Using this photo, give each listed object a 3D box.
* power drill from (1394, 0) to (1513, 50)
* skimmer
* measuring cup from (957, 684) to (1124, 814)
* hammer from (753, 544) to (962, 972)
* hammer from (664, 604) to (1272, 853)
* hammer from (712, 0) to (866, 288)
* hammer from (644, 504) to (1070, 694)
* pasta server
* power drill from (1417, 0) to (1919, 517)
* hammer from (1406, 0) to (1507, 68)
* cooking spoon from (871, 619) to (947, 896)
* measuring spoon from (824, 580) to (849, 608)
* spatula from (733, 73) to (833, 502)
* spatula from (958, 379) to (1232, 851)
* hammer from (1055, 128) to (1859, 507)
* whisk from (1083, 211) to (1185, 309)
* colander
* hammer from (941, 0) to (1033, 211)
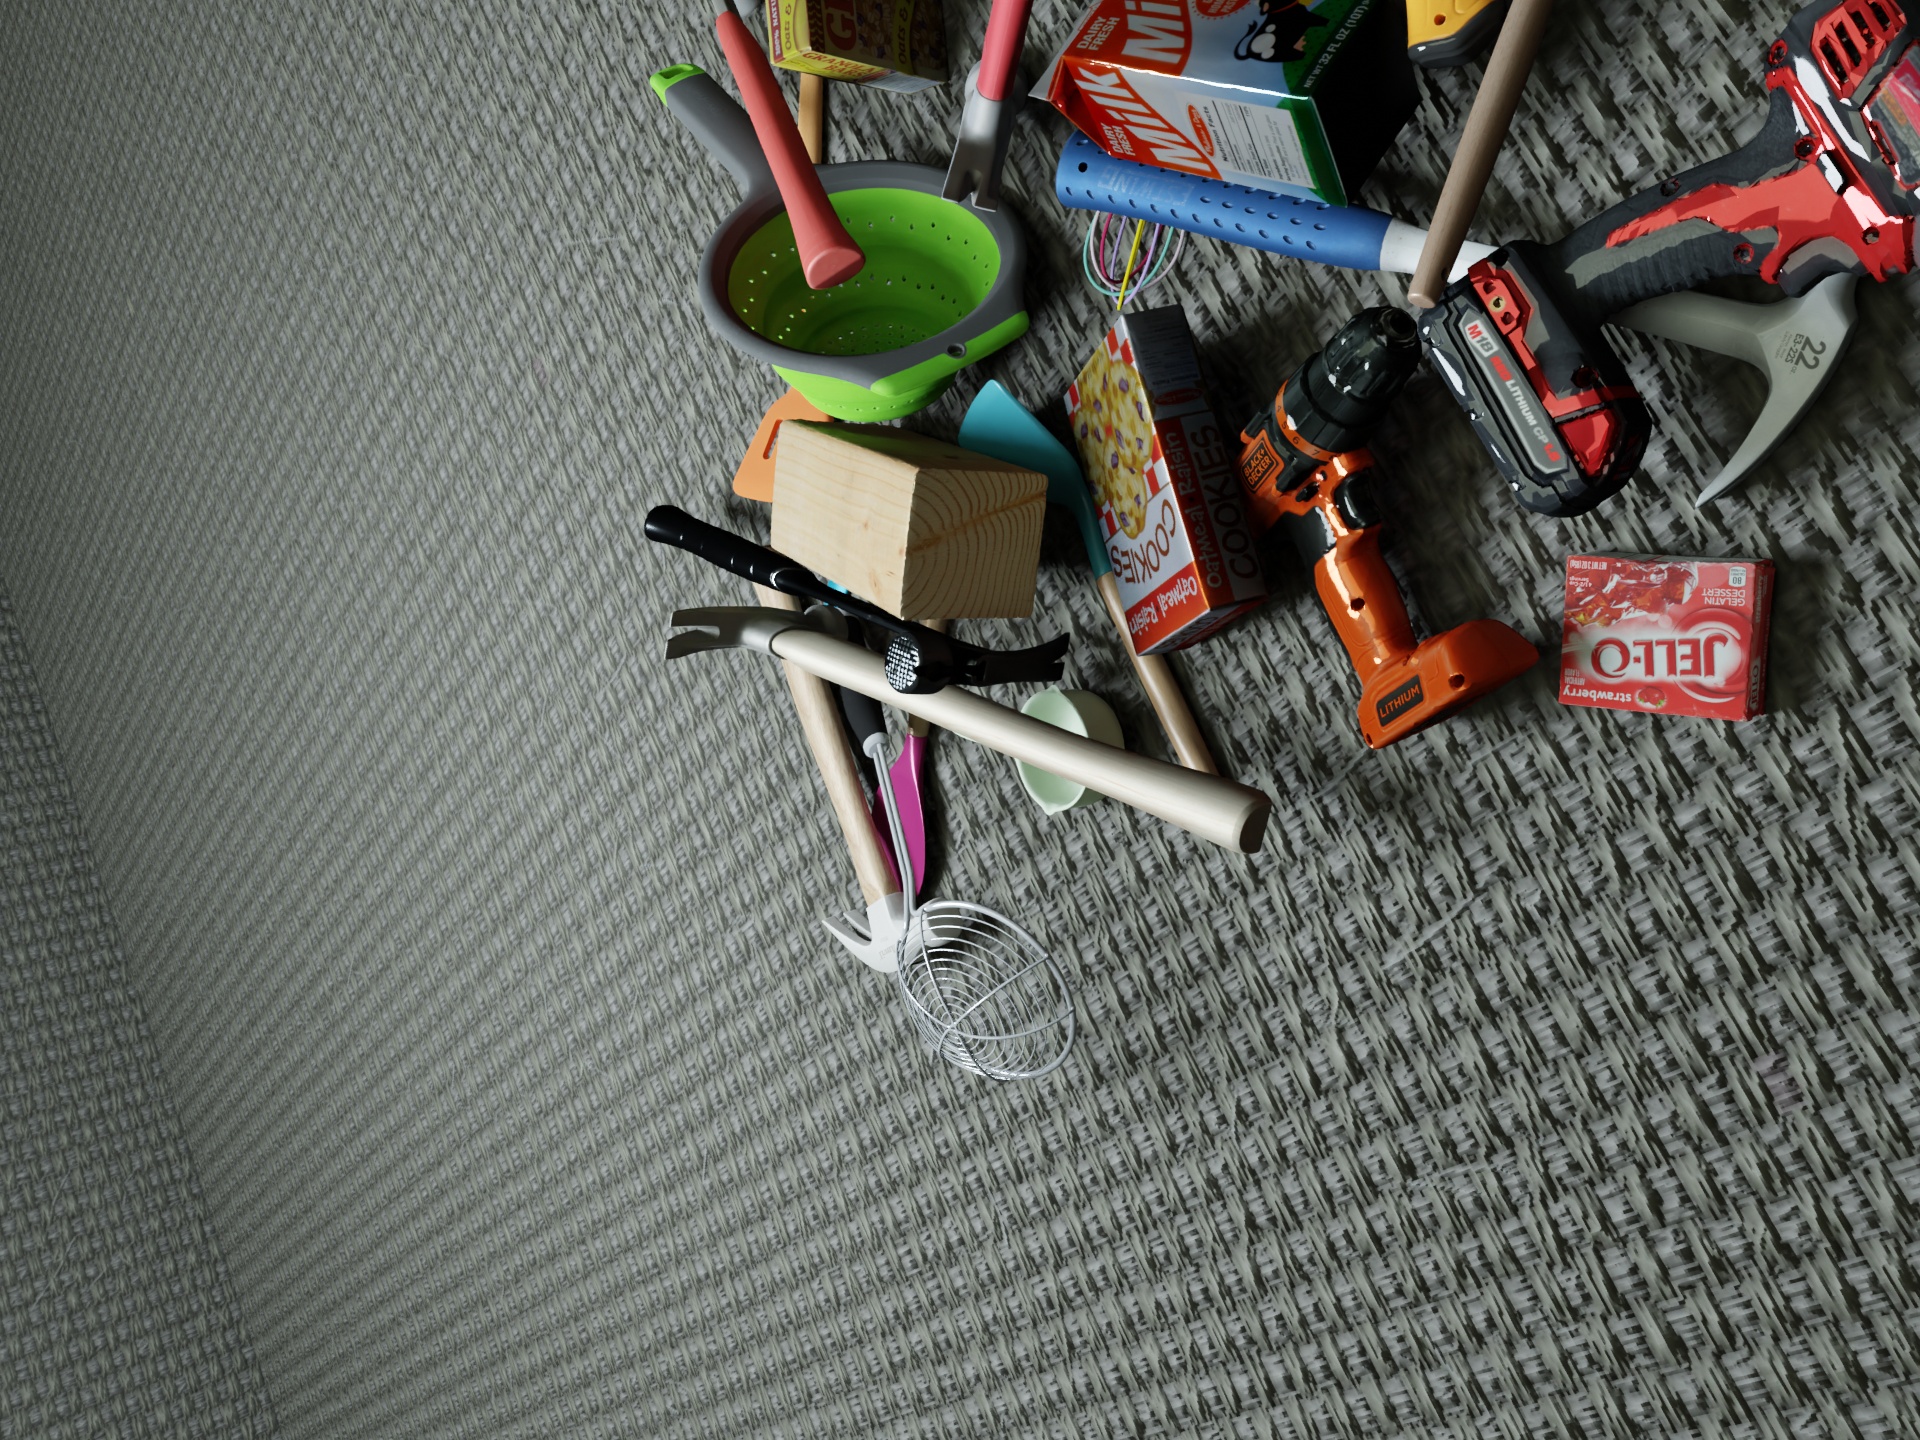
[{"bbox_3d":[0.184,-0.440,0.769,0.229,0.080,0.190,22,106,29],"label":"power drill"},{"bbox_3d":[-0.018,0.067,1.063,0.127,0.090,0.364,-57,38,41],"label":"skimmer"},{"bbox_3d":[0.047,0.010,1.038,0.168,0.038,0.083,18,109,55],"label":"measuring cup"},{"bbox_3d":[-0.094,0.025,1.164,0.130,0.031,0.331,-39,67,50],"label":"hammer"},{"bbox_3d":[-0.002,-0.003,0.953,0.411,0.146,0.038,22,108,38],"label":"hammer"},{"bbox_3d":[-0.134,-0.410,1.001,0.036,0.149,0.359,-29,60,13],"label":"hammer"},{"bbox_3d":[-0.097,-0.091,1.079,0.409,0.149,0.036,26,110,46],"label":"hammer"},{"bbox_3d":[0.258,-0.325,0.678,0.040,0.060,0.316,20,88,51],"label":"pasta server"},{"bbox_3d":[0.317,-0.181,0.652,0.219,0.078,0.143,-34,80,35],"label":"power drill"},{"bbox_3d":[0.202,-0.460,0.693,0.127,0.034,0.337,1,97,29],"label":"hammer"},{"bbox_3d":[-0.026,-0.015,1.110,0.069,0.017,0.318,30,118,46],"label":"cooking spoon"},{"bbox_3d":[-0.084,-0.128,1.142,0.042,0.021,0.128,36,120,34],"label":"measuring spoon"},{"bbox_3d":[-0.115,-0.317,1.124,0.081,0.041,0.322,10,104,30],"label":"spatula"},{"bbox_3d":[0.091,-0.062,0.970,0.318,0.044,0.082,65,157,11],"label":"spatula"},{"bbox_3d":[0.219,-0.227,0.785,0.406,0.035,0.144,26,116,31],"label":"hammer"},{"bbox_3d":[0.120,-0.352,0.890,0.051,0.047,0.245,26,111,30],"label":"whisk"},{"bbox_3d":[-0.101,-0.312,1.055,0.397,0.204,0.094,51,162,32],"label":"colander"},{"bbox_3d":[0.046,-0.455,0.807,0.386,0.038,0.143,106,176,-48],"label":"hammer"}]
